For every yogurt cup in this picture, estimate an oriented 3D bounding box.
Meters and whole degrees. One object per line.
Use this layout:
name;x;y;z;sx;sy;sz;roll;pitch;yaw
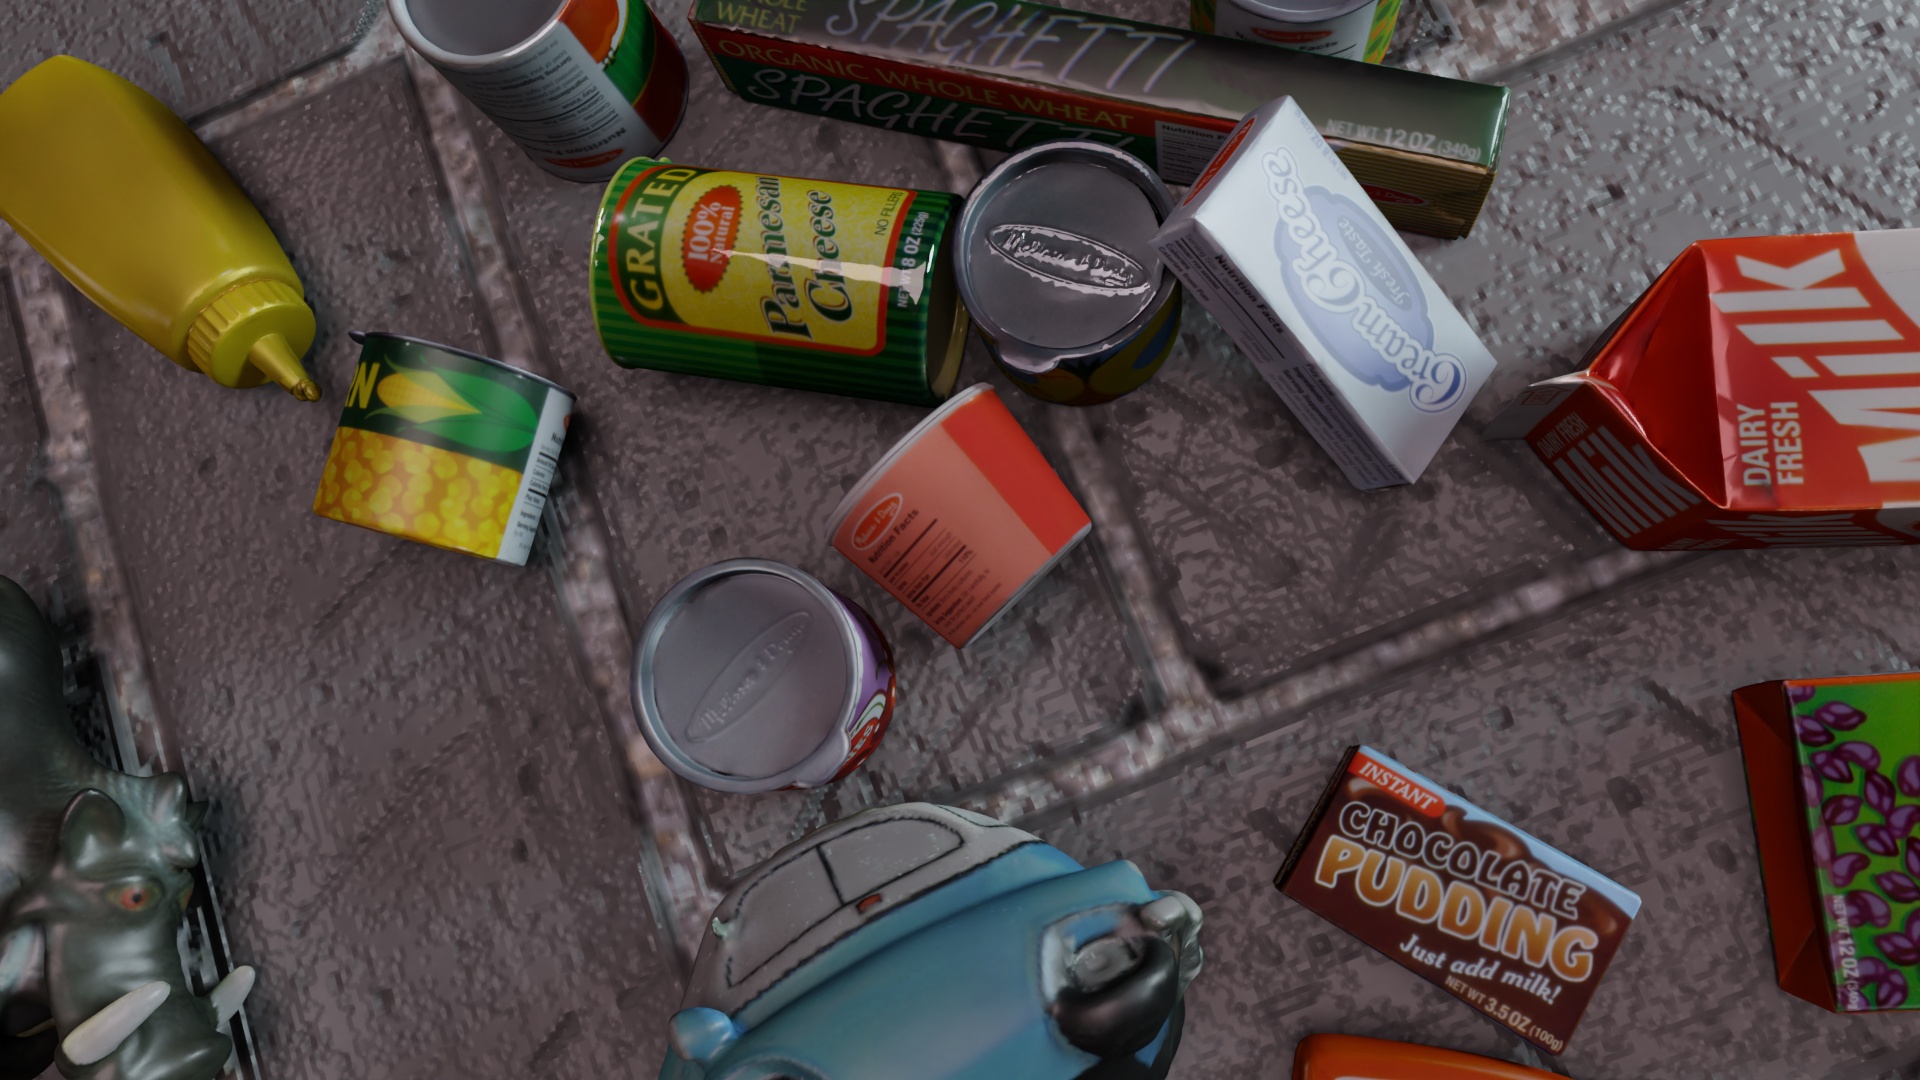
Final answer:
yogurt cup;0.001;-0.005;0.410;0.072;0.072;0.054;-43;85;0

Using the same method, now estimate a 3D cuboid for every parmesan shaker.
parmesan shaker;-0.052;-0.082;0.430;0.103;0.071;0.071;8;82;10

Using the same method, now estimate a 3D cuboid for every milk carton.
milk carton;0.244;-0.038;0.371;0.190;0.072;0.073;-1;81;9

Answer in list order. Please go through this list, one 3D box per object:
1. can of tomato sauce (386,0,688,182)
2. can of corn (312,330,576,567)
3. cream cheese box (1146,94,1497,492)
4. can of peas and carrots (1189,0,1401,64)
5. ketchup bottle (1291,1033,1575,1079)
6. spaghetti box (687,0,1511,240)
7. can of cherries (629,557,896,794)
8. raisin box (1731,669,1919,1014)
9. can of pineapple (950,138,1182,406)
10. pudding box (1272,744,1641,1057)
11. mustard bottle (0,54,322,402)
can of tomato sauce;-0.134;-0.165;0.449;0.071;0.083;0.071;-1;81;9
can of corn;-0.164;-0.028;0.437;0.071;0.071;0.058;13;84;11
cream cheese box;0.103;-0.067;0.392;0.103;0.024;0.053;45;69;-18
can of peas and carrots;0.104;-0.176;0.425;0.071;0.058;0.071;-2;79;9
ketchup bottle;0.162;0.172;0.363;0.149;0.043;0.065;5;81;9
spaghetti box;0.038;-0.140;0.434;0.250;0.050;0.029;15;82;11
can of cherries;-0.055;0.044;0.412;0.071;0.058;0.071;-1;80;8
raisin box;0.280;0.075;0.363;0.123;0.040;0.086;-4;79;8
can of pineapple;0.033;-0.077;0.419;0.071;0.058;0.071;-2;80;9
pudding box;0.136;0.098;0.386;0.084;0.030;0.049;30;85;13
mustard bottle;-0.269;-0.097;0.476;0.160;0.049;0.065;44;90;13
